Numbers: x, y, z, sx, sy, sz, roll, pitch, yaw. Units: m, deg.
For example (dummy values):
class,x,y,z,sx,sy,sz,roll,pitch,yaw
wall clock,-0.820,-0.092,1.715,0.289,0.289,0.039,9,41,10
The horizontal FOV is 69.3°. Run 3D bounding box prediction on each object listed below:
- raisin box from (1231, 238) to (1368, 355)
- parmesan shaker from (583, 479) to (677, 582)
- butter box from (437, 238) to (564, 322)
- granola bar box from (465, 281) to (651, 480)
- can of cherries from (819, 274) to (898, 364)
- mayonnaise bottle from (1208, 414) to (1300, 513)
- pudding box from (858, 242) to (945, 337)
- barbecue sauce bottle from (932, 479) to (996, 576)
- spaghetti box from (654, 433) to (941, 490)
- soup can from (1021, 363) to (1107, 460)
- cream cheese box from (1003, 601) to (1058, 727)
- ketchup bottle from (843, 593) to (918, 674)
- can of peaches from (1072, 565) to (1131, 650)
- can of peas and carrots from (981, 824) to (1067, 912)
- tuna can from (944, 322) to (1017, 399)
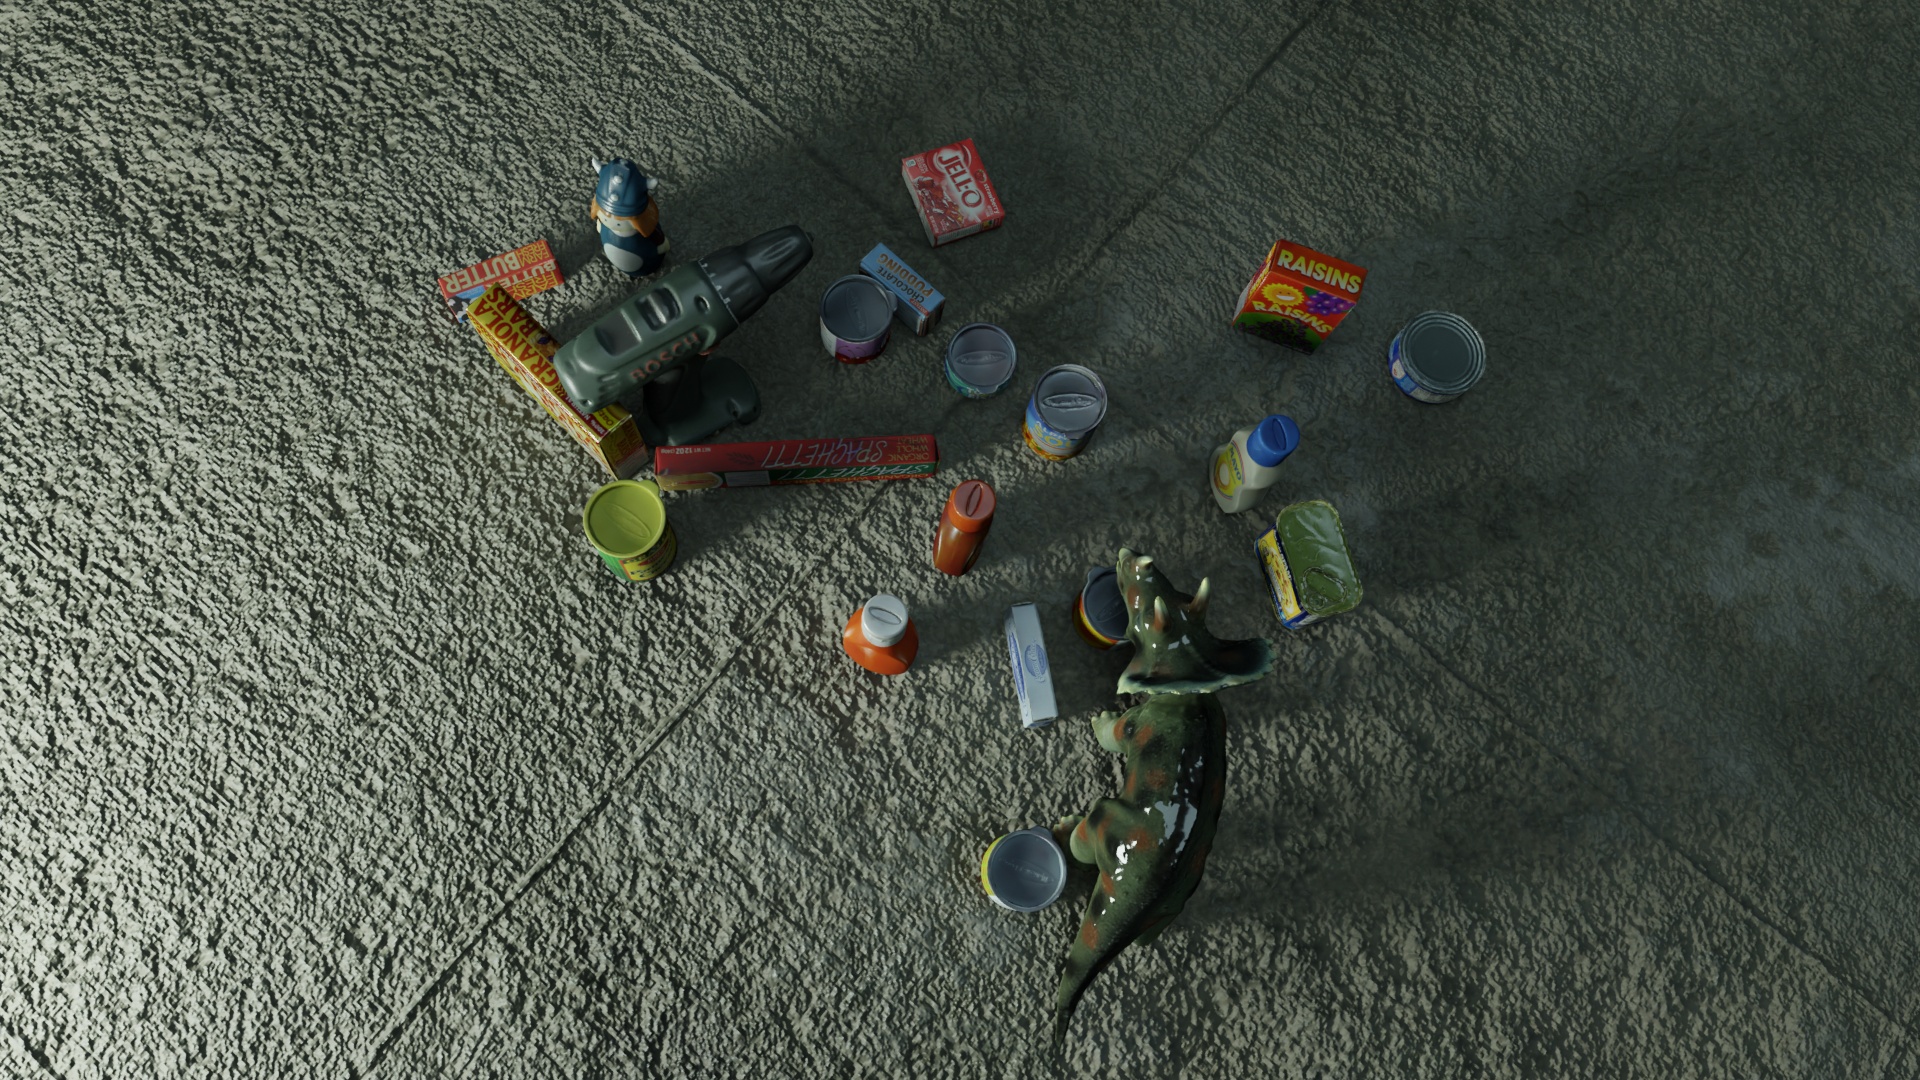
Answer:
class,x,y,z,sx,sy,sz,roll,pitch,yaw
raisin box,0.312,-0.224,1.286,0.086,0.123,0.040,21,75,0
parmesan shaker,-0.277,-0.008,1.184,0.071,0.103,0.071,1,75,-5
butter box,-0.414,-0.235,1.258,0.104,0.053,0.024,-24,79,-11
granola bar box,-0.345,-0.132,1.200,0.165,0.124,0.039,44,76,7
can of cherries,-0.093,-0.202,1.276,0.071,0.058,0.071,1,75,-5
mayonnaise bottle,0.259,-0.071,1.228,0.041,0.147,0.065,-11,77,-8
pudding box,-0.056,-0.233,1.292,0.084,0.049,0.030,41,76,6
barbecue sauce bottle,0.004,-0.015,1.189,0.044,0.148,0.065,20,75,0
spaghetti box,-0.144,-0.070,1.240,0.250,0.050,0.029,-3,76,-6
soup can,0.093,-0.112,1.256,0.071,0.083,0.071,1,75,-5
cream cheese box,0.061,0.109,1.210,0.024,0.053,0.104,-9,76,-7
ketchup bottle,-0.065,0.078,1.157,0.065,0.148,0.043,22,75,1
can of peaches,0.134,0.059,1.228,0.071,0.058,0.071,1,75,-5
can of peas and carrots,0.053,0.274,1.163,0.071,0.058,0.071,1,75,-5
tuna can,0.019,-0.164,1.290,0.071,0.032,0.071,1,75,-5
